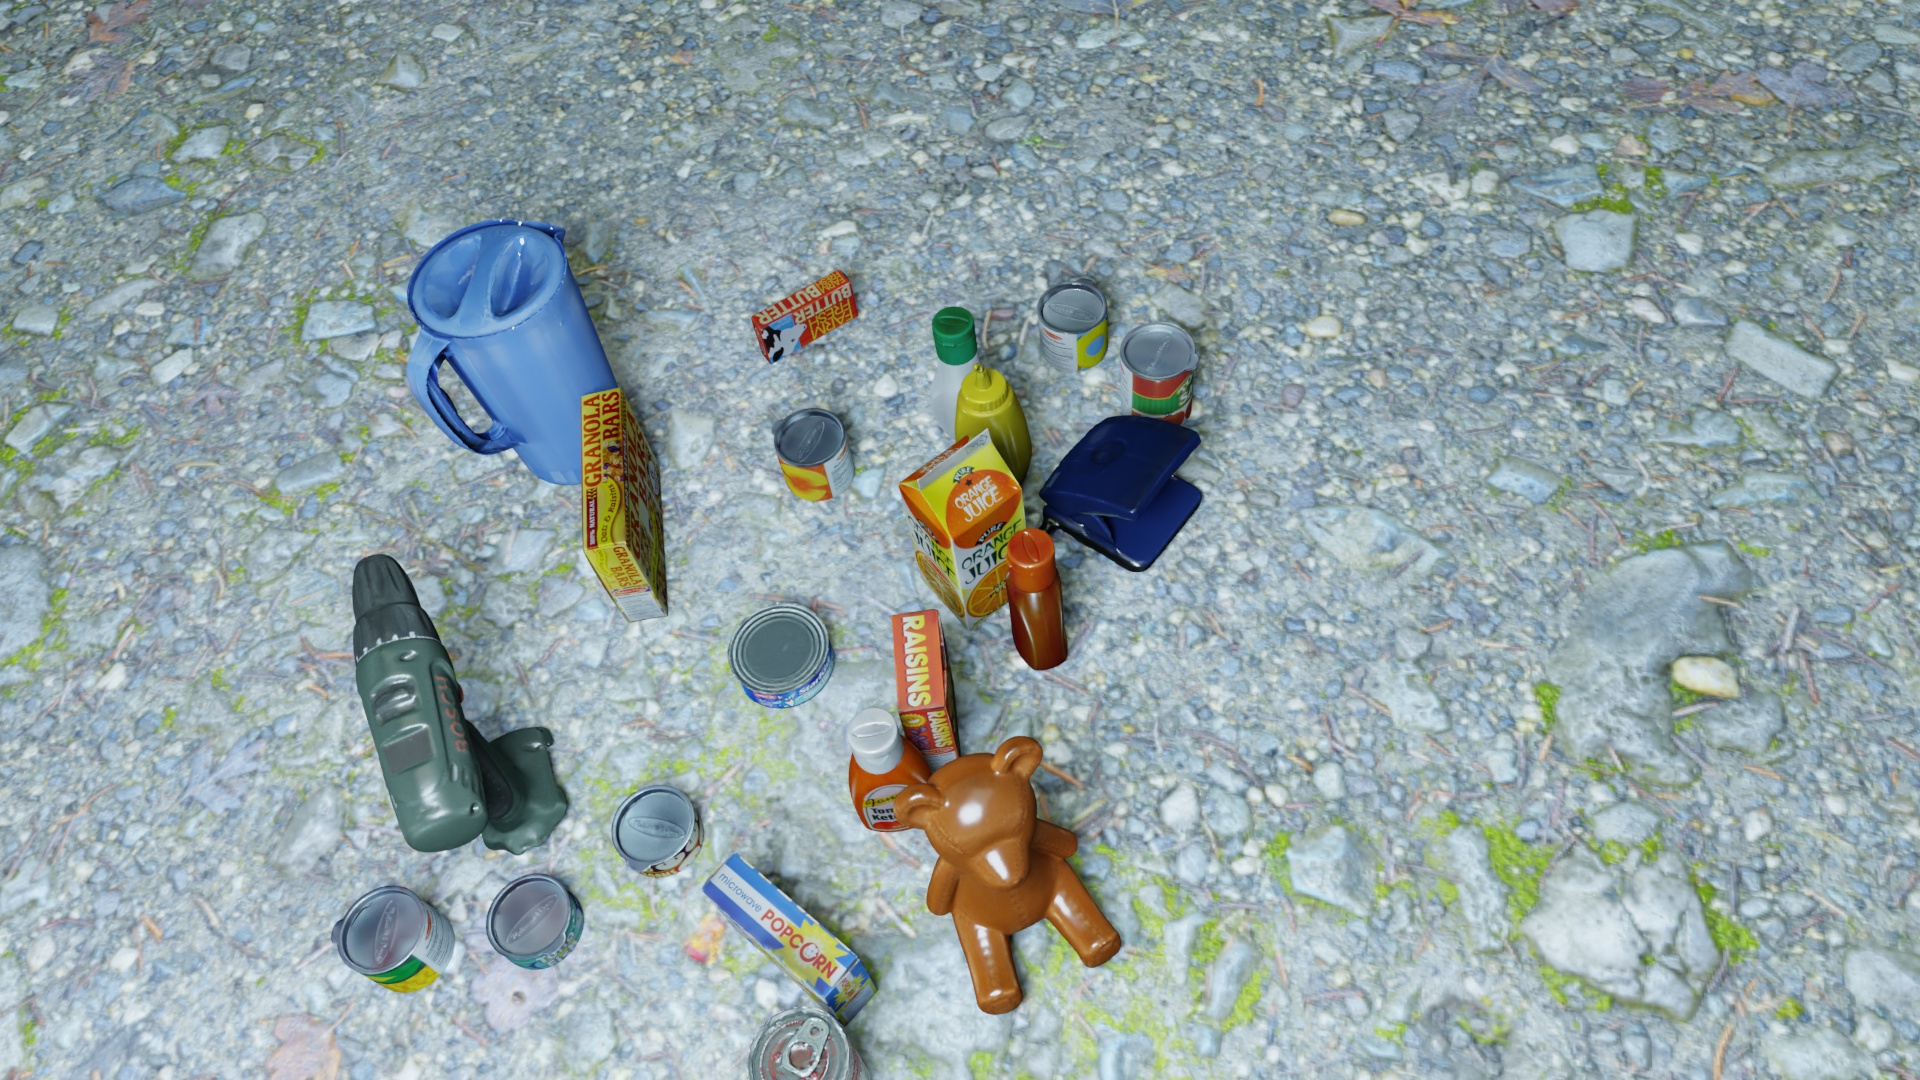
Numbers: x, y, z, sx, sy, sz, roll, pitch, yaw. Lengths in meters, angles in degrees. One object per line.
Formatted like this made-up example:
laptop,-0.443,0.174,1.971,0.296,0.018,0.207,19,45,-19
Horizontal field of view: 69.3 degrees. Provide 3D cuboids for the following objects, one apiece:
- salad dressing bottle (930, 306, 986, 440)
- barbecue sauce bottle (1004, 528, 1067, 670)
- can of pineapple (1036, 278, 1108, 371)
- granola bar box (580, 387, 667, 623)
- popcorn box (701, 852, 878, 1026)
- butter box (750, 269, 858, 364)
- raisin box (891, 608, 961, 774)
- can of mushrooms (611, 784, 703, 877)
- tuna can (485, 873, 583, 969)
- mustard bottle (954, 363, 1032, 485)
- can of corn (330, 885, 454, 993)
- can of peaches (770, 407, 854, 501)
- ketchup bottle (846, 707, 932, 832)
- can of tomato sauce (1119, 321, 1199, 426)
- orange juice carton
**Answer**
salad dressing bottle,0.001,-0.147,1.238,0.064,0.147,0.044,9,59,12
barbecue sauce bottle,0.059,0.045,1.107,0.044,0.147,0.065,-17,57,-4
can of pineapple,0.108,-0.203,1.316,0.071,0.057,0.071,-3,57,5
granola bar box,-0.294,-0.030,1.210,0.039,0.123,0.166,-11,57,0
popcorn box,-0.124,0.289,1.008,0.127,0.084,0.038,34,67,24
butter box,-0.152,-0.219,1.359,0.104,0.053,0.024,-32,59,-13
raisin box,-0.025,0.120,1.083,0.040,0.122,0.086,-7,57,2
can of mushrooms,-0.238,0.231,1.089,0.071,0.033,0.071,-3,57,5
tuna can,-0.322,0.293,1.059,0.071,0.032,0.071,-3,57,5
mustard bottle,0.026,-0.104,1.200,0.065,0.159,0.049,11,60,14
can of corn,-0.428,0.302,1.050,0.071,0.058,0.071,-3,57,5
can of peaches,-0.134,-0.078,1.263,0.071,0.057,0.071,-3,57,5
ketchup bottle,-0.055,0.172,1.038,0.065,0.148,0.044,-12,57,-1
can of tomato sauce,0.180,-0.145,1.255,0.071,0.082,0.071,-3,57,5
orange juice carton,0.004,-0.014,1.125,0.072,0.191,0.073,-36,60,-15
